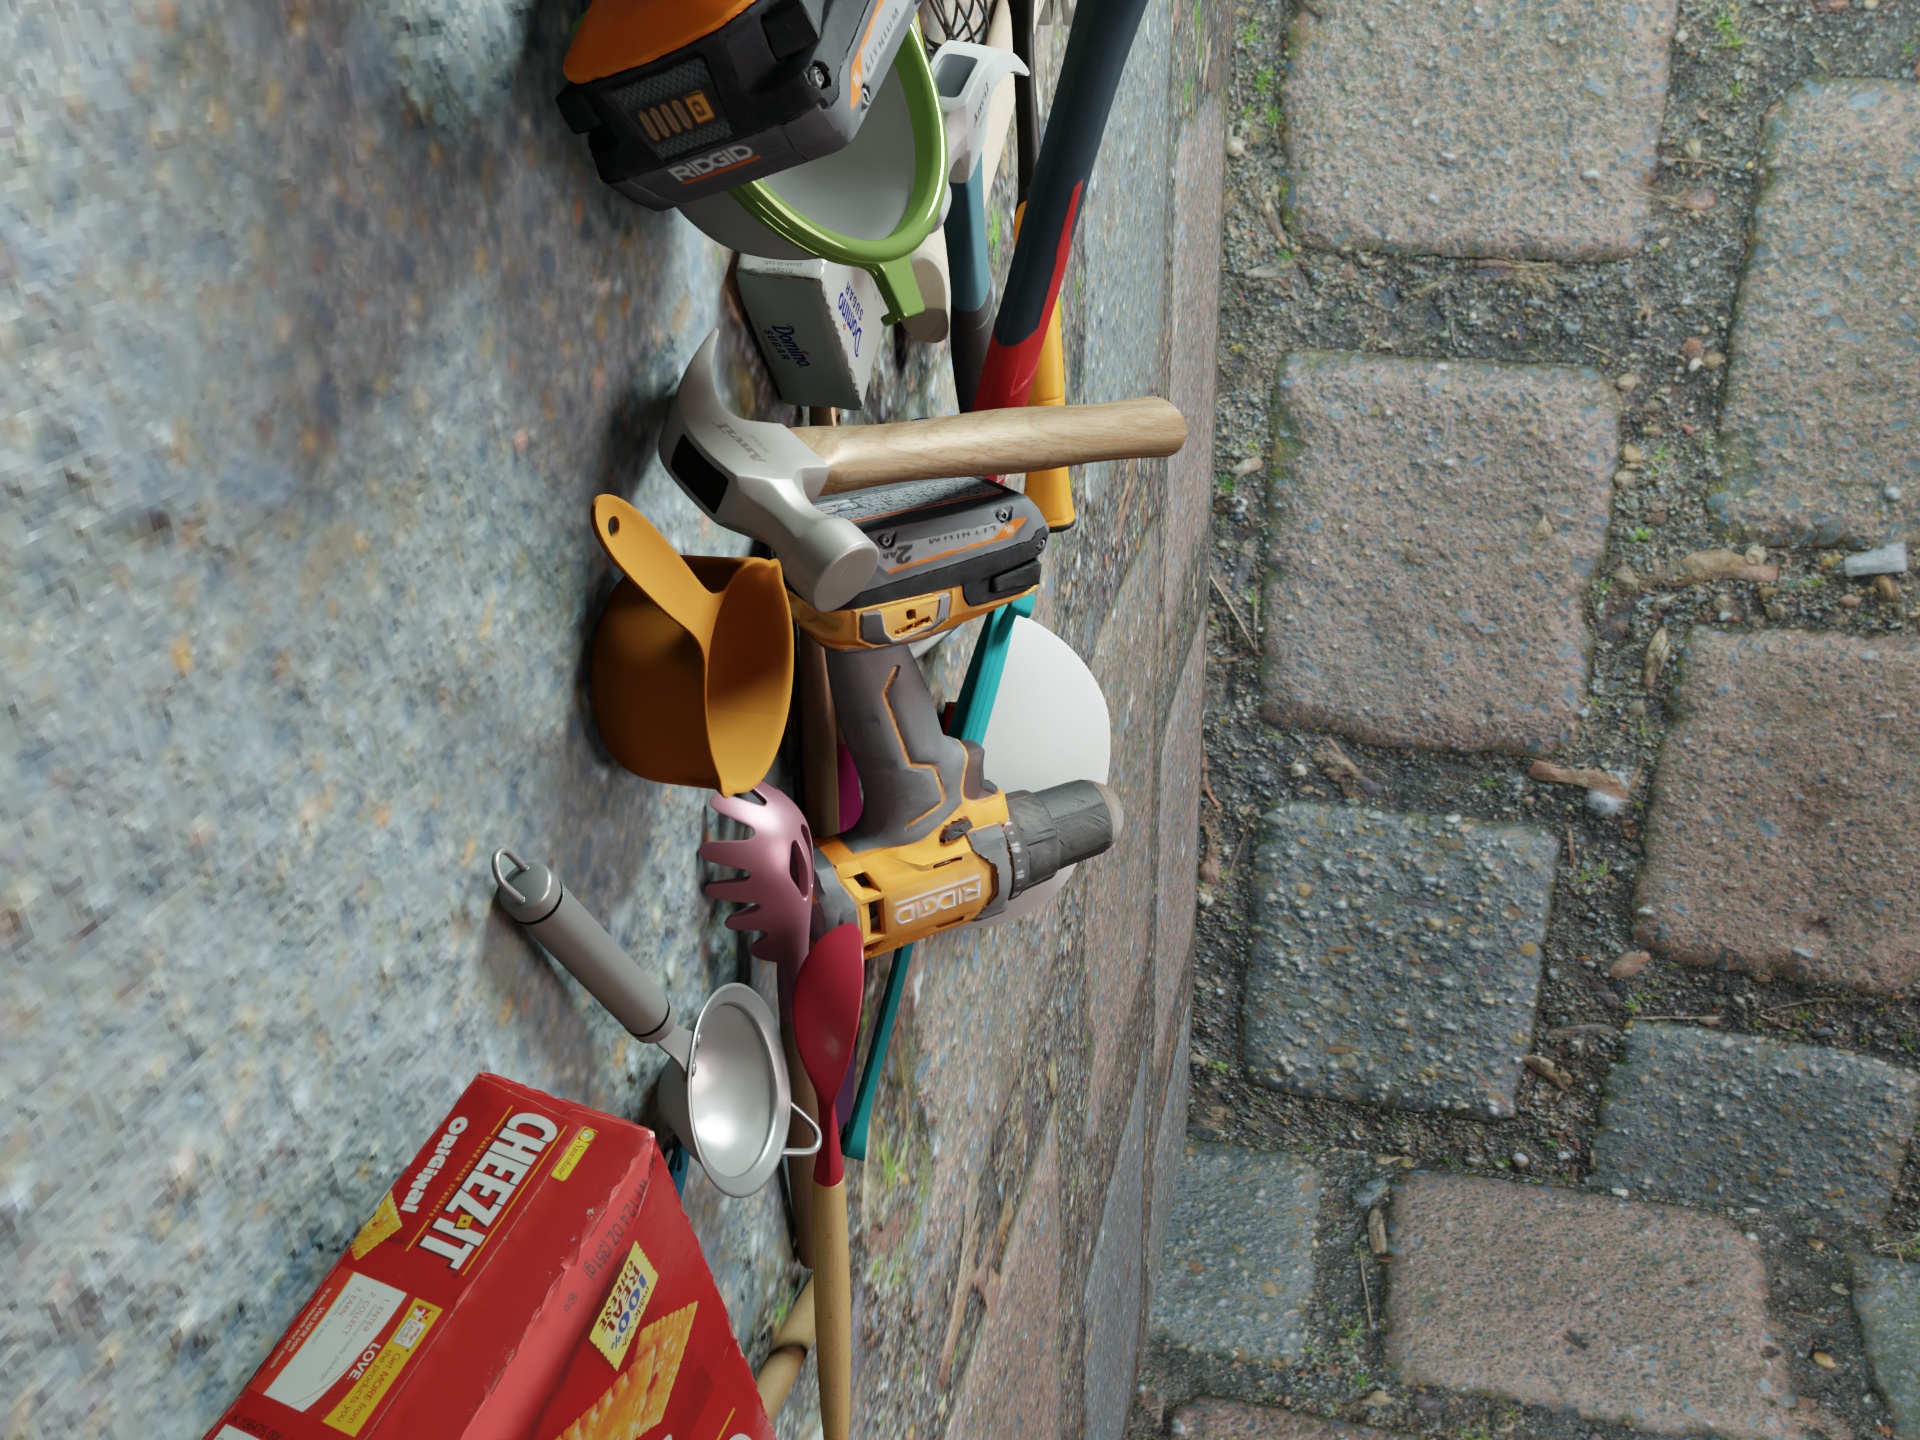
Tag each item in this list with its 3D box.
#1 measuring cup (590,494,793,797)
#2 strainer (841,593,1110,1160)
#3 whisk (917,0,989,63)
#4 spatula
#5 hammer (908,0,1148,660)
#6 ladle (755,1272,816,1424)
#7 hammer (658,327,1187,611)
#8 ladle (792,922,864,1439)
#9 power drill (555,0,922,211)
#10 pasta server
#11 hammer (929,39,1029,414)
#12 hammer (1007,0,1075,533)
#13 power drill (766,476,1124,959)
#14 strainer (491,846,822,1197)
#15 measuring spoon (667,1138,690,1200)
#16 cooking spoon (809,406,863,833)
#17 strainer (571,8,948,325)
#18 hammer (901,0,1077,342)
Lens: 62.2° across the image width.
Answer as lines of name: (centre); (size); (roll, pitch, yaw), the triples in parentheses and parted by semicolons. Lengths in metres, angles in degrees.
measuring cup: (-0.110, -0.034, 0.555); (0.173, 0.052, 0.095); (58, 39, -65)
strainer: (0.017, 0.099, 0.934); (0.211, 0.095, 0.340); (132, -27, -84)
whisk: (-0.035, -0.391, 0.753); (0.238, 0.055, 0.055); (47, 49, -66)
spatula: (-0.072, 0.083, 0.818); (0.060, 0.018, 0.315); (-35, 130, -57)
hammer: (0.023, -0.191, 0.763); (0.143, 0.038, 0.386); (-43, 158, -42)
ladle: (-0.104, 0.318, 0.749); (0.320, 0.062, 0.078); (-32, 129, -81)
hammer: (0.004, -0.120, 0.685); (0.331, 0.130, 0.031); (-19, 147, -52)
ladle: (-0.061, 0.236, 0.757); (0.069, 0.031, 0.315); (-115, -156, -62)
power drill: (-0.099, -0.244, 0.383); (0.226, 0.084, 0.164); (56, 38, -40)
pasta server: (-0.087, 0.161, 0.775); (0.060, 0.040, 0.316); (-66, 160, -53)
hammer: (0.005, -0.218, 0.842); (0.330, 0.033, 0.128); (81, 25, -68)
hammer: (0.044, -0.264, 0.904); (0.127, 0.034, 0.336); (-110, -167, -61)
power drill: (-0.001, -0.002, 0.771); (0.084, 0.185, 0.226); (34, -47, 53)
strainer: (-0.117, 0.115, 0.606); (0.258, 0.050, 0.087); (66, 23, -52)
measuring spoon: (-0.132, 0.215, 0.638); (0.129, 0.021, 0.042); (-80, 169, -57)
cooking spoon: (-0.062, -0.013, 0.822); (0.069, 0.017, 0.318); (-58, 151, -59)
strainer: (-0.072, -0.267, 0.583); (0.151, 0.069, 0.257); (33, 51, -41)
hammer: (0.023, -0.388, 1.001); (0.146, 0.038, 0.411); (76, 24, -56)
